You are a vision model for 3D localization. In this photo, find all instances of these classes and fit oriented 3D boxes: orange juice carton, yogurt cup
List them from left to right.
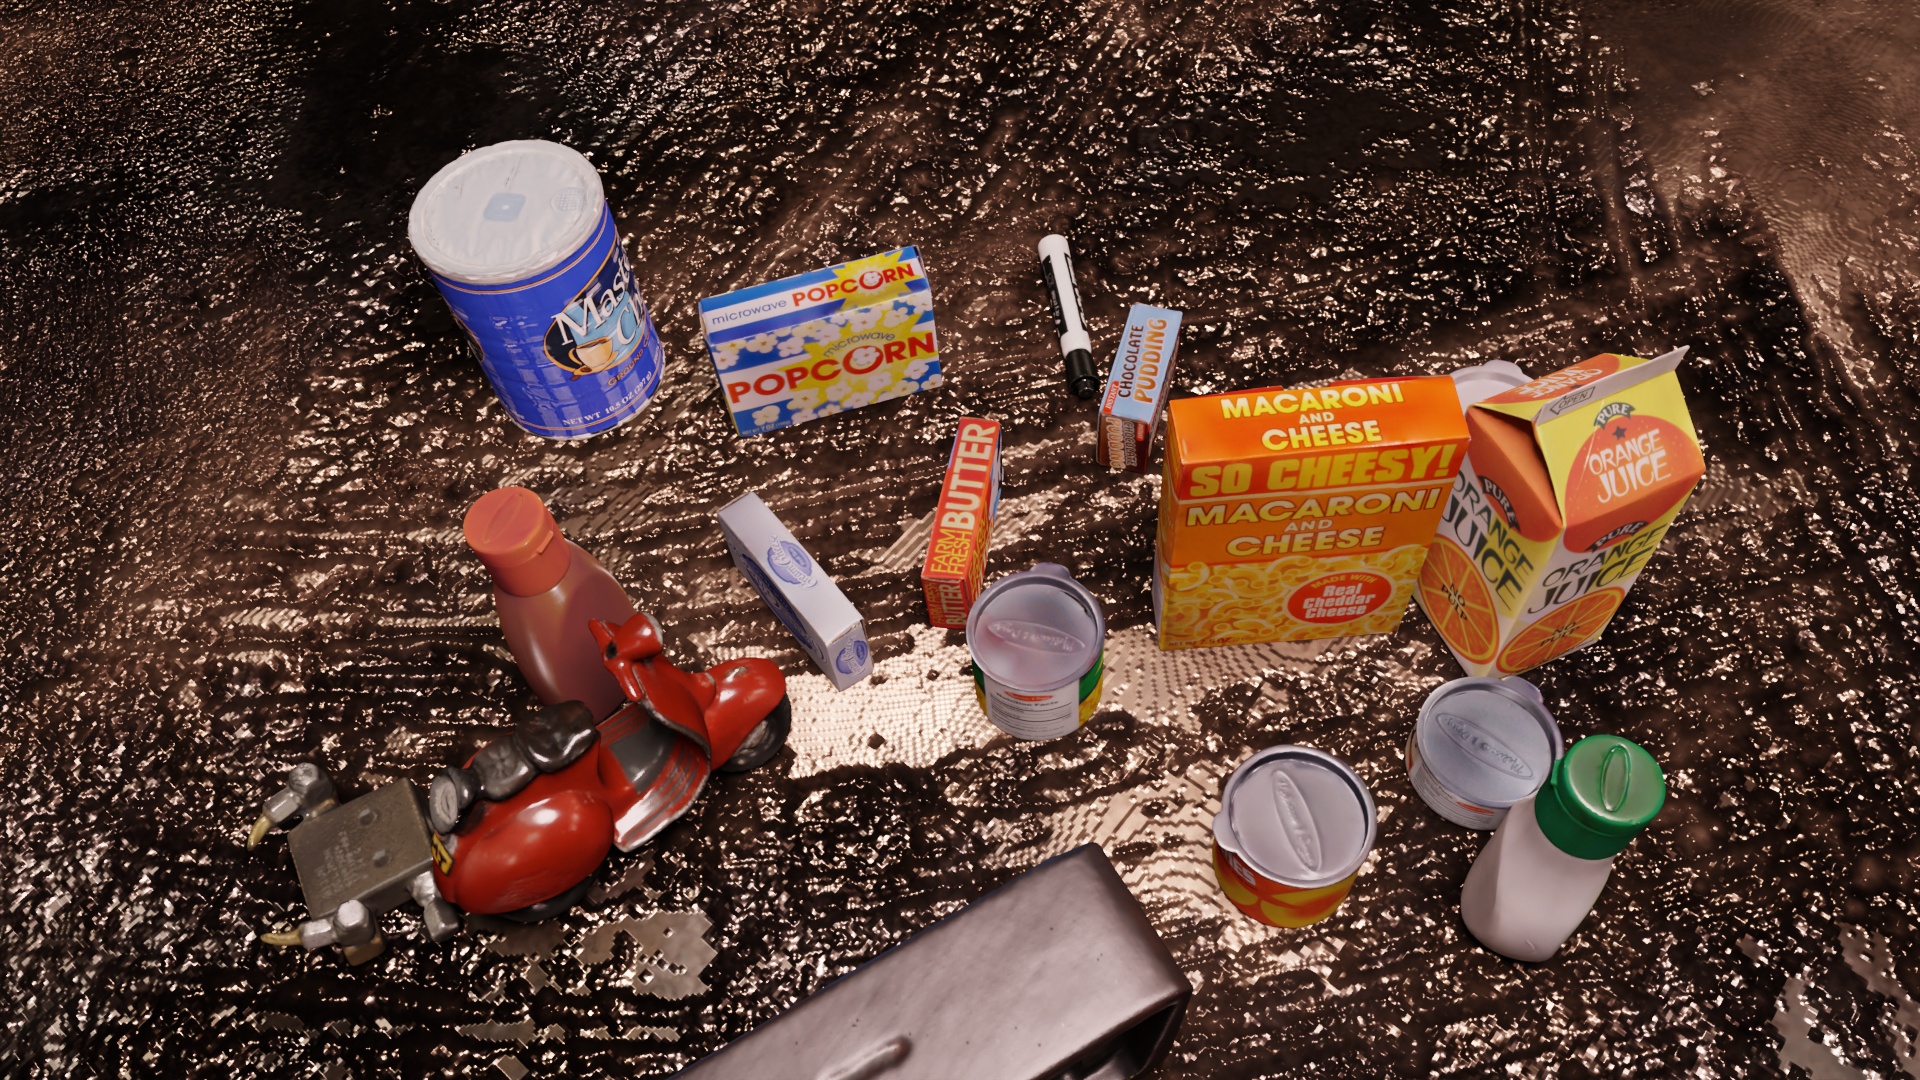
[{"bbox_3d":[0.277,-0.051,0.739,0.072,0.053,0.073,-2,57,3],"label":"yogurt cup"},{"bbox_3d":[0.269,-0.015,0.633,0.072,0.191,0.073,-21,58,-9],"label":"orange juice carton"}]

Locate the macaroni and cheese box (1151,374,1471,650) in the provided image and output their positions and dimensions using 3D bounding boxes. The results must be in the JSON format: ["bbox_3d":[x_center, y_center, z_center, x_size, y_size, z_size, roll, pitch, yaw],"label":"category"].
[{"bbox_3d":[0.156,-0.008,0.653,0.124,0.165,0.040,-5,57,1],"label":"macaroni and cheese box"}]

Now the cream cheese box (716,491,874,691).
[{"bbox_3d":[-0.085,0.026,0.717,0.024,0.053,0.104,-34,61,-17],"label":"cream cheese box"}]

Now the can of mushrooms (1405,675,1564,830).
[{"bbox_3d":[0.247,0.099,0.655,0.071,0.033,0.071,-2,57,3],"label":"can of mushrooms"}]

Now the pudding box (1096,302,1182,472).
[{"bbox_3d":[0.100,-0.086,0.779,0.030,0.049,0.084,13,59,13],"label":"pudding box"}]

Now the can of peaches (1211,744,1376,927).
[{"bbox_3d":[0.146,0.134,0.625,0.071,0.057,0.071,-2,57,3],"label":"can of peaches"}]

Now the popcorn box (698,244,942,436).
[{"bbox_3d":[-0.077,-0.112,0.789,0.127,0.084,0.038,-15,57,-6],"label":"popcorn box"}]

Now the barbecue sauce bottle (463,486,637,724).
[{"bbox_3d":[-0.193,0.031,0.666,0.044,0.147,0.065,18,60,16],"label":"barbecue sauce bottle"}]

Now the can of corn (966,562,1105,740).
[{"bbox_3d":[0.038,0.055,0.685,0.071,0.058,0.071,-2,57,3],"label":"can of corn"}]

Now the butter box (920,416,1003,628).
[{"bbox_3d":[0.003,-0.009,0.734,0.024,0.053,0.104,7,58,9],"label":"butter box"}]

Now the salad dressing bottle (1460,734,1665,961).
[{"bbox_3d":[0.244,0.127,0.568,0.044,0.147,0.064,17,60,15],"label":"salad dressing bottle"}]
